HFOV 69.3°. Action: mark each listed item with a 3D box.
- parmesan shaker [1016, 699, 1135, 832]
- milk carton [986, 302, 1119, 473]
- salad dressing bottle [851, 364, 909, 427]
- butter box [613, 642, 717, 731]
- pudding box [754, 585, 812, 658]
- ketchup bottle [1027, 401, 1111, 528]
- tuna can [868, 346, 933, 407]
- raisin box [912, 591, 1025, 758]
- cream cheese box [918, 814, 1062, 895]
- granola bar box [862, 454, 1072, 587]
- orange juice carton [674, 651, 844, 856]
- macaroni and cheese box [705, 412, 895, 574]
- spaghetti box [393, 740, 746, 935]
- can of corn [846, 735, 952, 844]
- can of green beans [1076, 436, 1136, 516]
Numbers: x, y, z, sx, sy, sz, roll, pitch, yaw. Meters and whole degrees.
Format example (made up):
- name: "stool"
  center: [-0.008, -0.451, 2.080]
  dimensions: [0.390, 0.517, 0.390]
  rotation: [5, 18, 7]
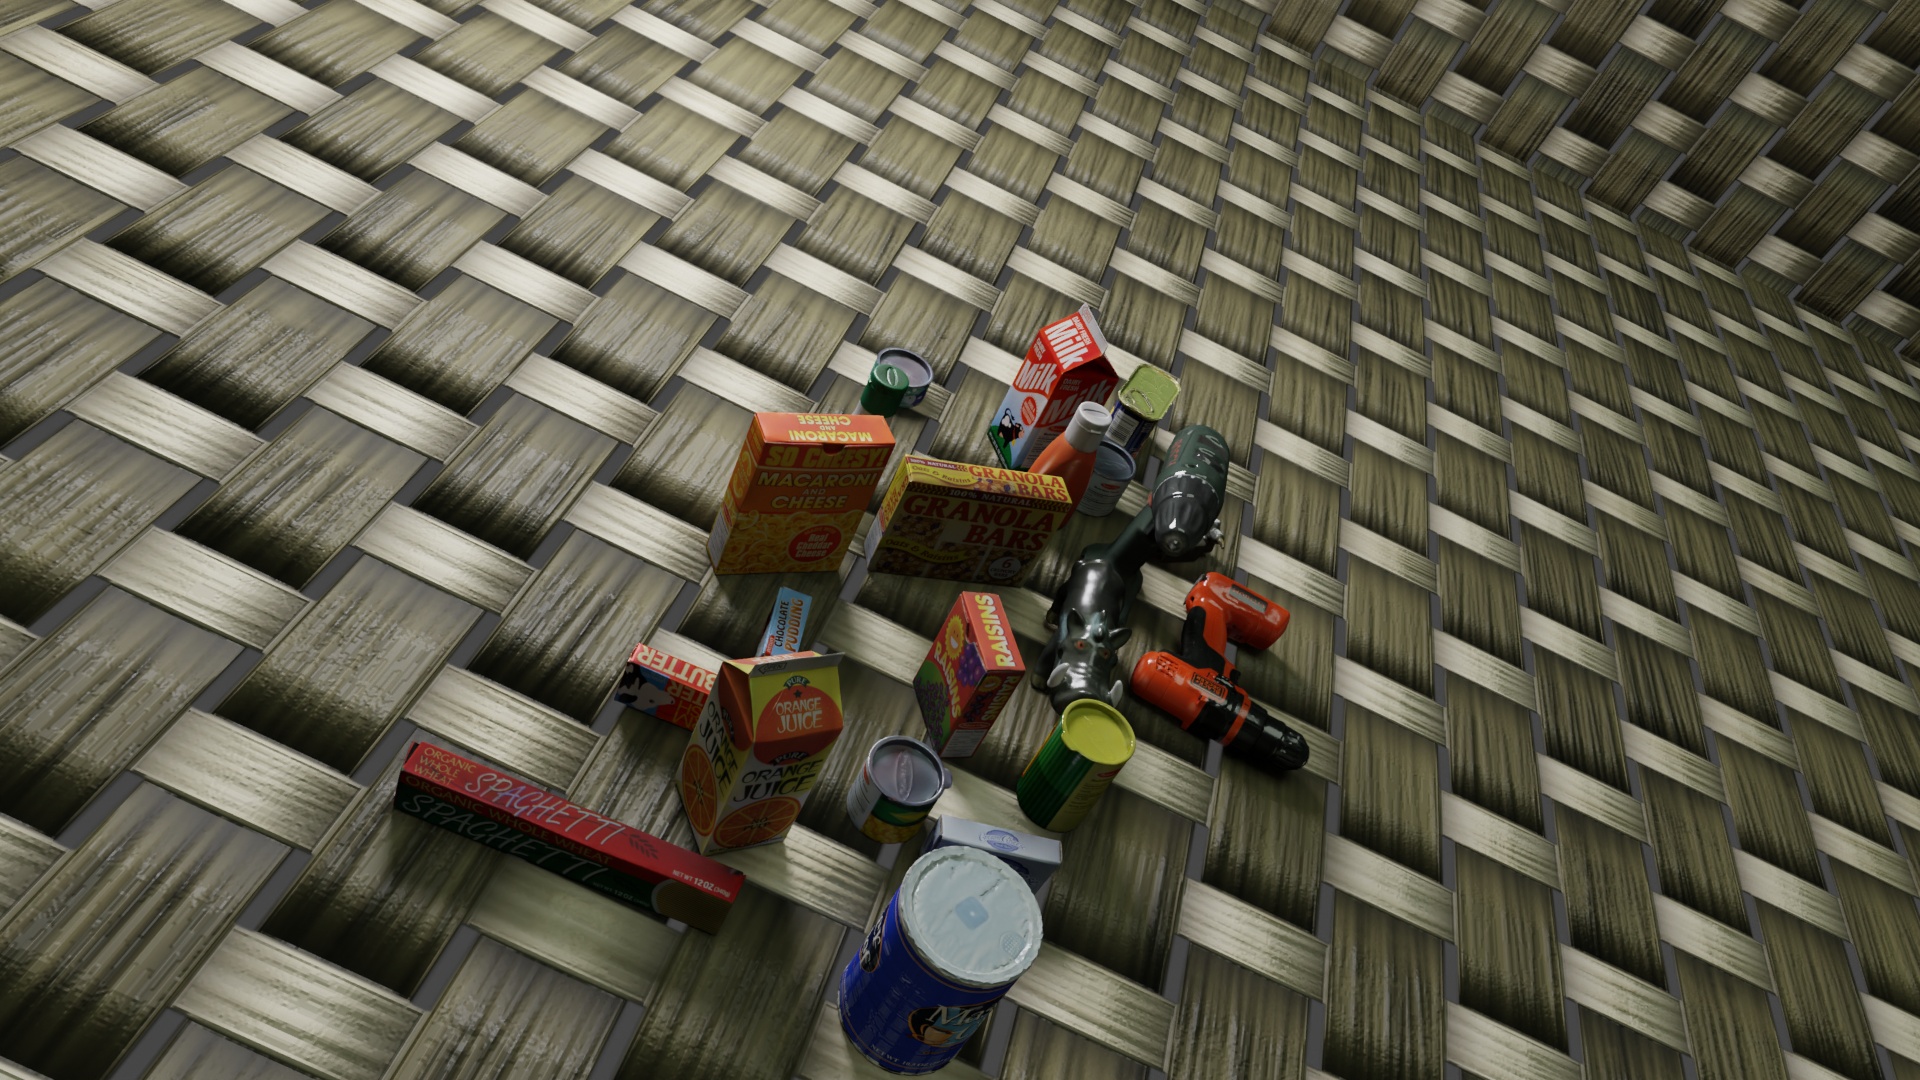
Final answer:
- name: "parmesan shaker"
  center: [0.093, 0.191, 1.169]
  dimensions: [0.071, 0.102, 0.072]
  rotation: [16, 41, -14]
- name: "milk carton"
  center: [0.104, -0.157, 1.475]
  dimensions: [0.073, 0.189, 0.072]
  rotation: [2, 47, -28]
- name: "salad dressing bottle"
  center: [-0.091, -0.104, 1.342]
  dimensions: [0.044, 0.146, 0.064]
  rotation: [12, 42, -18]
- name: "butter box"
  center: [-0.218, 0.123, 1.104]
  dimensions: [0.103, 0.052, 0.024]
  rotation: [23, 40, -6]
- name: "pudding box"
  center: [-0.154, 0.086, 1.182]
  dimensions: [0.030, 0.049, 0.084]
  rotation: [20, 41, -10]
- name: "ketchup bottle"
  center: [0.108, -0.076, 1.424]
  dimensions: [0.065, 0.148, 0.044]
  rotation: [10, 43, -21]
- name: "tuna can"
  center: [-0.067, -0.177, 1.522]
  dimensions: [0.071, 0.032, 0.071]
  rotation: [16, 41, -14]
- name: "raisin box"
  center: [0.005, 0.115, 1.184]
  dimensions: [0.040, 0.122, 0.086]
  rotation: [5, 45, -26]
- name: "cream cheese box"
  center: [0.023, 0.251, 1.105]
  dimensions: [0.104, 0.053, 0.024]
  rotation: [16, 41, -14]
- name: "granola bar box"
  center: [0.005, -0.017, 1.322]
  dimensions: [0.166, 0.123, 0.039]
  rotation: [7, 44, -23]
- name: "orange juice carton"
  center: [-0.144, 0.145, 1.015]
  dimensions: [0.072, 0.191, 0.073]
  rotation: [-4, 49, -33]
- name: "macaroni and cheese box"
  center: [-0.142, -0.039, 1.230]
  dimensions: [0.124, 0.165, 0.040]
  rotation: [-1, 48, -31]
- name: "spaghetti box"
  center: [-0.277, 0.211, 0.981]
  dimensions: [0.250, 0.050, 0.029]
  rotation: [24, 40, -5]
- name: "can of corn"
  center: [-0.050, 0.201, 1.113]
  dimensions: [0.071, 0.058, 0.071]
  rotation: [16, 41, -14]
- name: "can of green beans"
  center: [0.149, -0.068, 1.509]
  dimensions: [0.071, 0.057, 0.071]
  rotation: [16, 41, -14]
